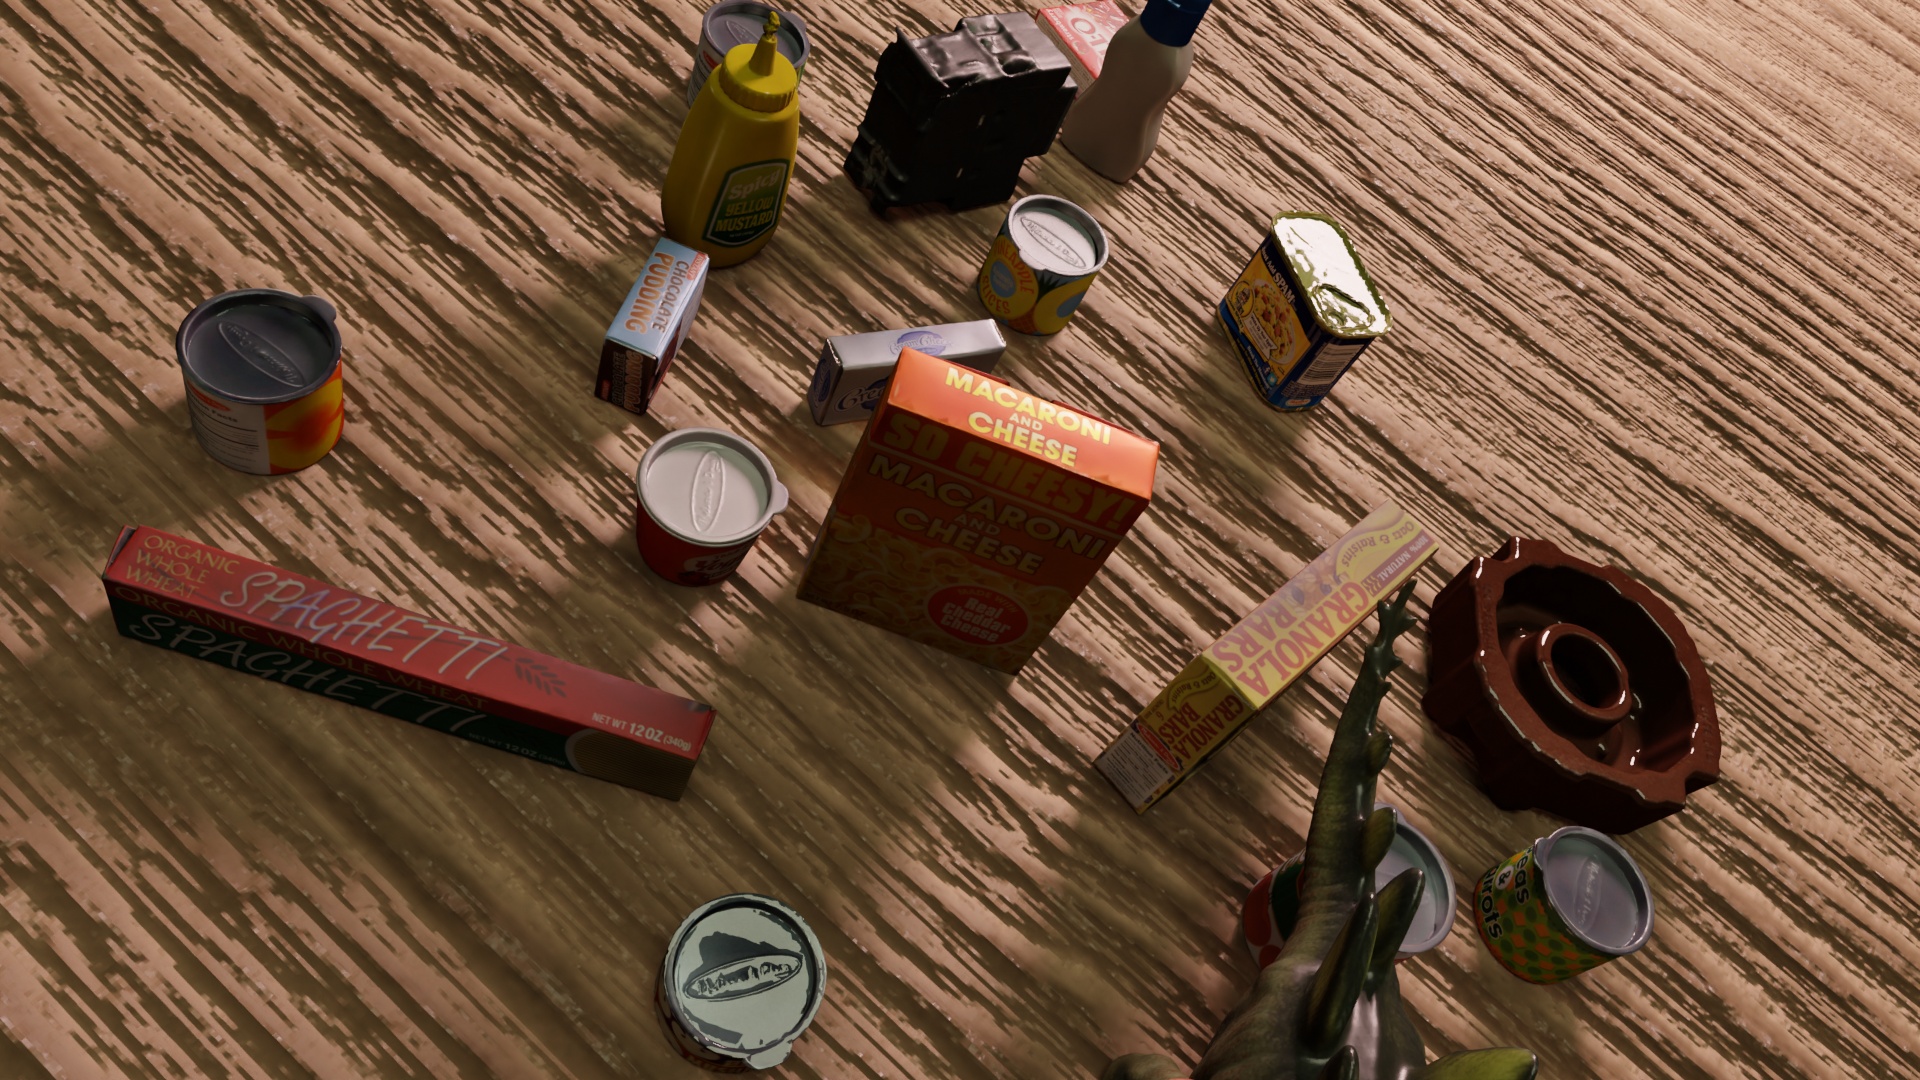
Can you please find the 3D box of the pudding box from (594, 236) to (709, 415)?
[{"bbox_3d":[-0.163,-0.114,0.736,0.030,0.049,0.084,22,52,-7],"label":"pudding box"}]

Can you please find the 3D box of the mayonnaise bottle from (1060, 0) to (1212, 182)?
[{"bbox_3d":[0.121,-0.311,0.923,0.065,0.147,0.041,37,52,5],"label":"mayonnaise bottle"}]

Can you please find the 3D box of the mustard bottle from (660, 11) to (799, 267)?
[{"bbox_3d":[-0.120,-0.217,0.753,0.065,0.159,0.049,-22,68,-32],"label":"mustard bottle"}]

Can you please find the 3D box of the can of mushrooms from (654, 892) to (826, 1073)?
[{"bbox_3d":[-0.091,0.185,0.572,0.071,0.033,0.071,11,54,-15],"label":"can of mushrooms"}]

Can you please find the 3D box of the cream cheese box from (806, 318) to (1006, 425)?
[{"bbox_3d":[-0.030,-0.094,0.774,0.104,0.053,0.024,-11,63,-28],"label":"cream cheese box"}]

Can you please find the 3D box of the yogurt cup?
[{"bbox_3d":[-0.127,-0.014,0.679,0.072,0.053,0.073,11,54,-15],"label":"yogurt cup"}]

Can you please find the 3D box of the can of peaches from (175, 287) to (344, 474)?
[{"bbox_3d":[-0.318,-0.074,0.639,0.071,0.057,0.071,11,54,-15],"label":"can of peaches"}]

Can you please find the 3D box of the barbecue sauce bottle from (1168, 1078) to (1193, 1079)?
[{"bbox_3d":[0.053,0.237,0.522,0.044,0.147,0.065,44,53,10],"label":"barbecue sauce bottle"}]

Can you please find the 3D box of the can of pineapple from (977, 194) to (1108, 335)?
[{"bbox_3d":[0.048,-0.168,0.854,0.071,0.057,0.071,11,54,-15],"label":"can of pineapple"}]

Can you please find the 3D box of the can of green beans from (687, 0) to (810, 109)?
[{"bbox_3d":[-0.132,-0.291,0.864,0.071,0.057,0.071,11,54,-15],"label":"can of green beans"}]

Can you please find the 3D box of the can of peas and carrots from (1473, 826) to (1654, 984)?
[{"bbox_3d":[0.308,0.188,0.717,0.071,0.058,0.071,11,54,-15],"label":"can of peas and carrots"}]

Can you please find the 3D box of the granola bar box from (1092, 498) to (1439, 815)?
[{"bbox_3d":[0.154,0.059,0.700,0.166,0.123,0.039,-32,74,-35],"label":"granola bar box"}]

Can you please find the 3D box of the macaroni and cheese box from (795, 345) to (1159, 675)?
[{"bbox_3d":[0.002,-0.008,0.657,0.124,0.165,0.040,20,53,-9],"label":"macaroni and cheese box"}]

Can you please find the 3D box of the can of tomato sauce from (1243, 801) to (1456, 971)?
[{"bbox_3d":[0.182,0.173,0.660,0.071,0.082,0.071,11,54,-15],"label":"can of tomato sauce"}]

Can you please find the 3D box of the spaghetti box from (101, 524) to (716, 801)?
[{"bbox_3d":[-0.231,0.055,0.592,0.250,0.050,0.029,19,53,-9],"label":"spaghetti box"}]
